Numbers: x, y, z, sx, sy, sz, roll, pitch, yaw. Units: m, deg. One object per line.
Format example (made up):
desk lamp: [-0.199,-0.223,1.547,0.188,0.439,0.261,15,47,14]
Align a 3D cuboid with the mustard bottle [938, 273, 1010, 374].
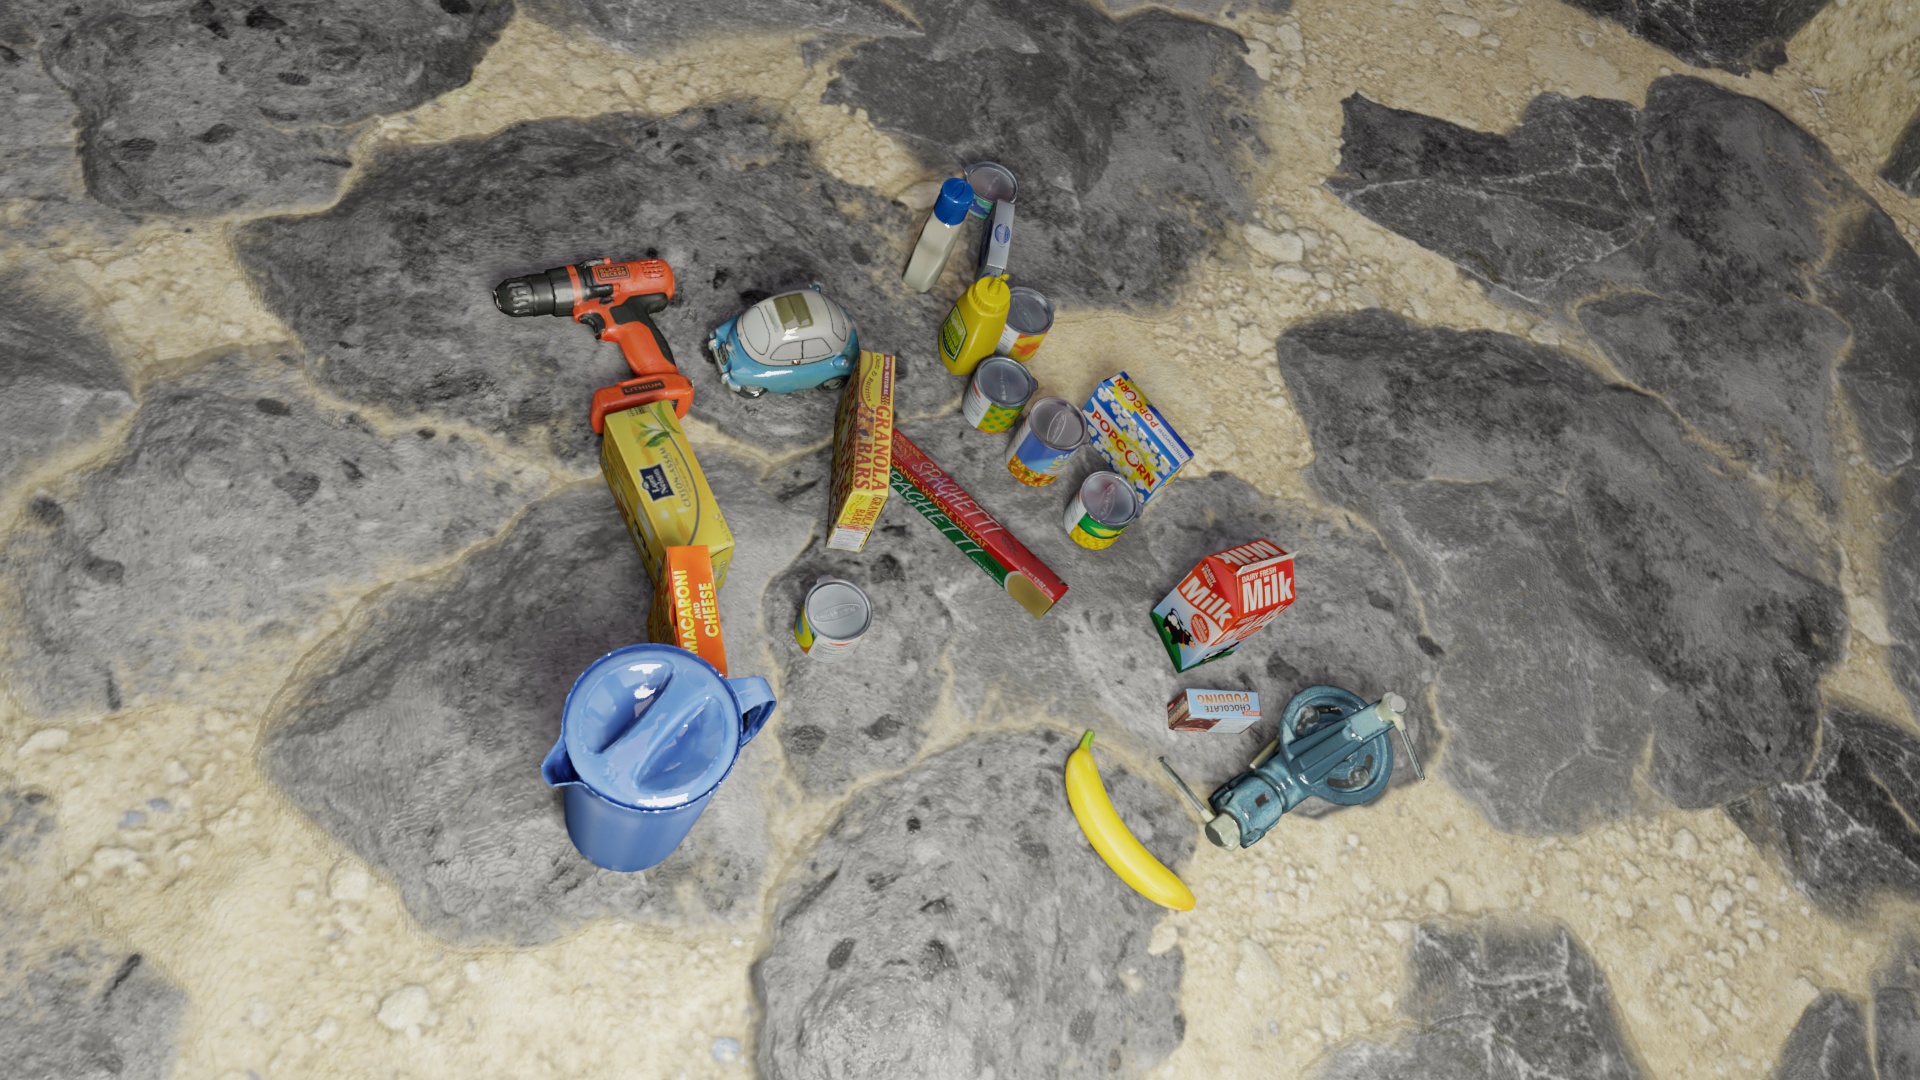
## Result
mustard bottle: [0.020,-0.241,1.498,0.049,0.159,0.065,-11,68,-23]

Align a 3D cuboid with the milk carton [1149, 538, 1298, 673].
milk carton: [0.270,0.060,1.403,0.072,0.189,0.073,-15,69,-25]

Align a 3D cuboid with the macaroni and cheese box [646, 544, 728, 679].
macaroni and cheese box: [-0.244,0.095,1.226,0.040,0.165,0.124,-4,65,-20]

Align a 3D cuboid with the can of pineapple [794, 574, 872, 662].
can of pineapple: [-0.123,0.076,1.340,0.071,0.057,0.071,8,61,-15]

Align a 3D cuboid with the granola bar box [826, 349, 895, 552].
granola bar box: [-0.100,-0.088,1.397,0.039,0.123,0.166,9,61,-14]

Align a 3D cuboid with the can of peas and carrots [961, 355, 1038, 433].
can of peas and carrots: [0.042,-0.159,1.521,0.071,0.058,0.071,8,61,-15]

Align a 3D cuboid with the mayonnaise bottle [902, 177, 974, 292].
mayonnaise bottle: [-0.023,-0.342,1.544,0.041,0.147,0.065,30,58,-2]

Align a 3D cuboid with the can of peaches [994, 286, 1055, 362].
can of peaches: [0.068,-0.244,1.576,0.071,0.057,0.071,8,61,-15]

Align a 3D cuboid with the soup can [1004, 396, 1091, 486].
soup can: [0.093,-0.103,1.494,0.071,0.083,0.071,8,61,-15]

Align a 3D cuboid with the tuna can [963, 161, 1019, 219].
tuna can: [0.032,-0.422,1.673,0.071,0.032,0.071,8,61,-15]

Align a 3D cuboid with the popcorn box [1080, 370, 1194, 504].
popcorn box: [0.190,-0.112,1.530,0.038,0.084,0.127,-31,76,-29]

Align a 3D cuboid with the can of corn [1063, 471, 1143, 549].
can of corn: [0.152,-0.030,1.490,0.071,0.058,0.071,8,61,-15]

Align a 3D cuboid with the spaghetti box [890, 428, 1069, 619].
spaghetti box: [0.005,-0.018,1.438,0.250,0.050,0.029,42,59,6]

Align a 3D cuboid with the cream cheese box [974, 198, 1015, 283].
cream cheese box: [0.040,-0.342,1.621,0.024,0.053,0.104,15,59,-11]

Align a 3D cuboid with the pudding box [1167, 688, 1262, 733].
pudding box: [0.260,0.175,1.421,0.084,0.049,0.030,4,62,-16]
